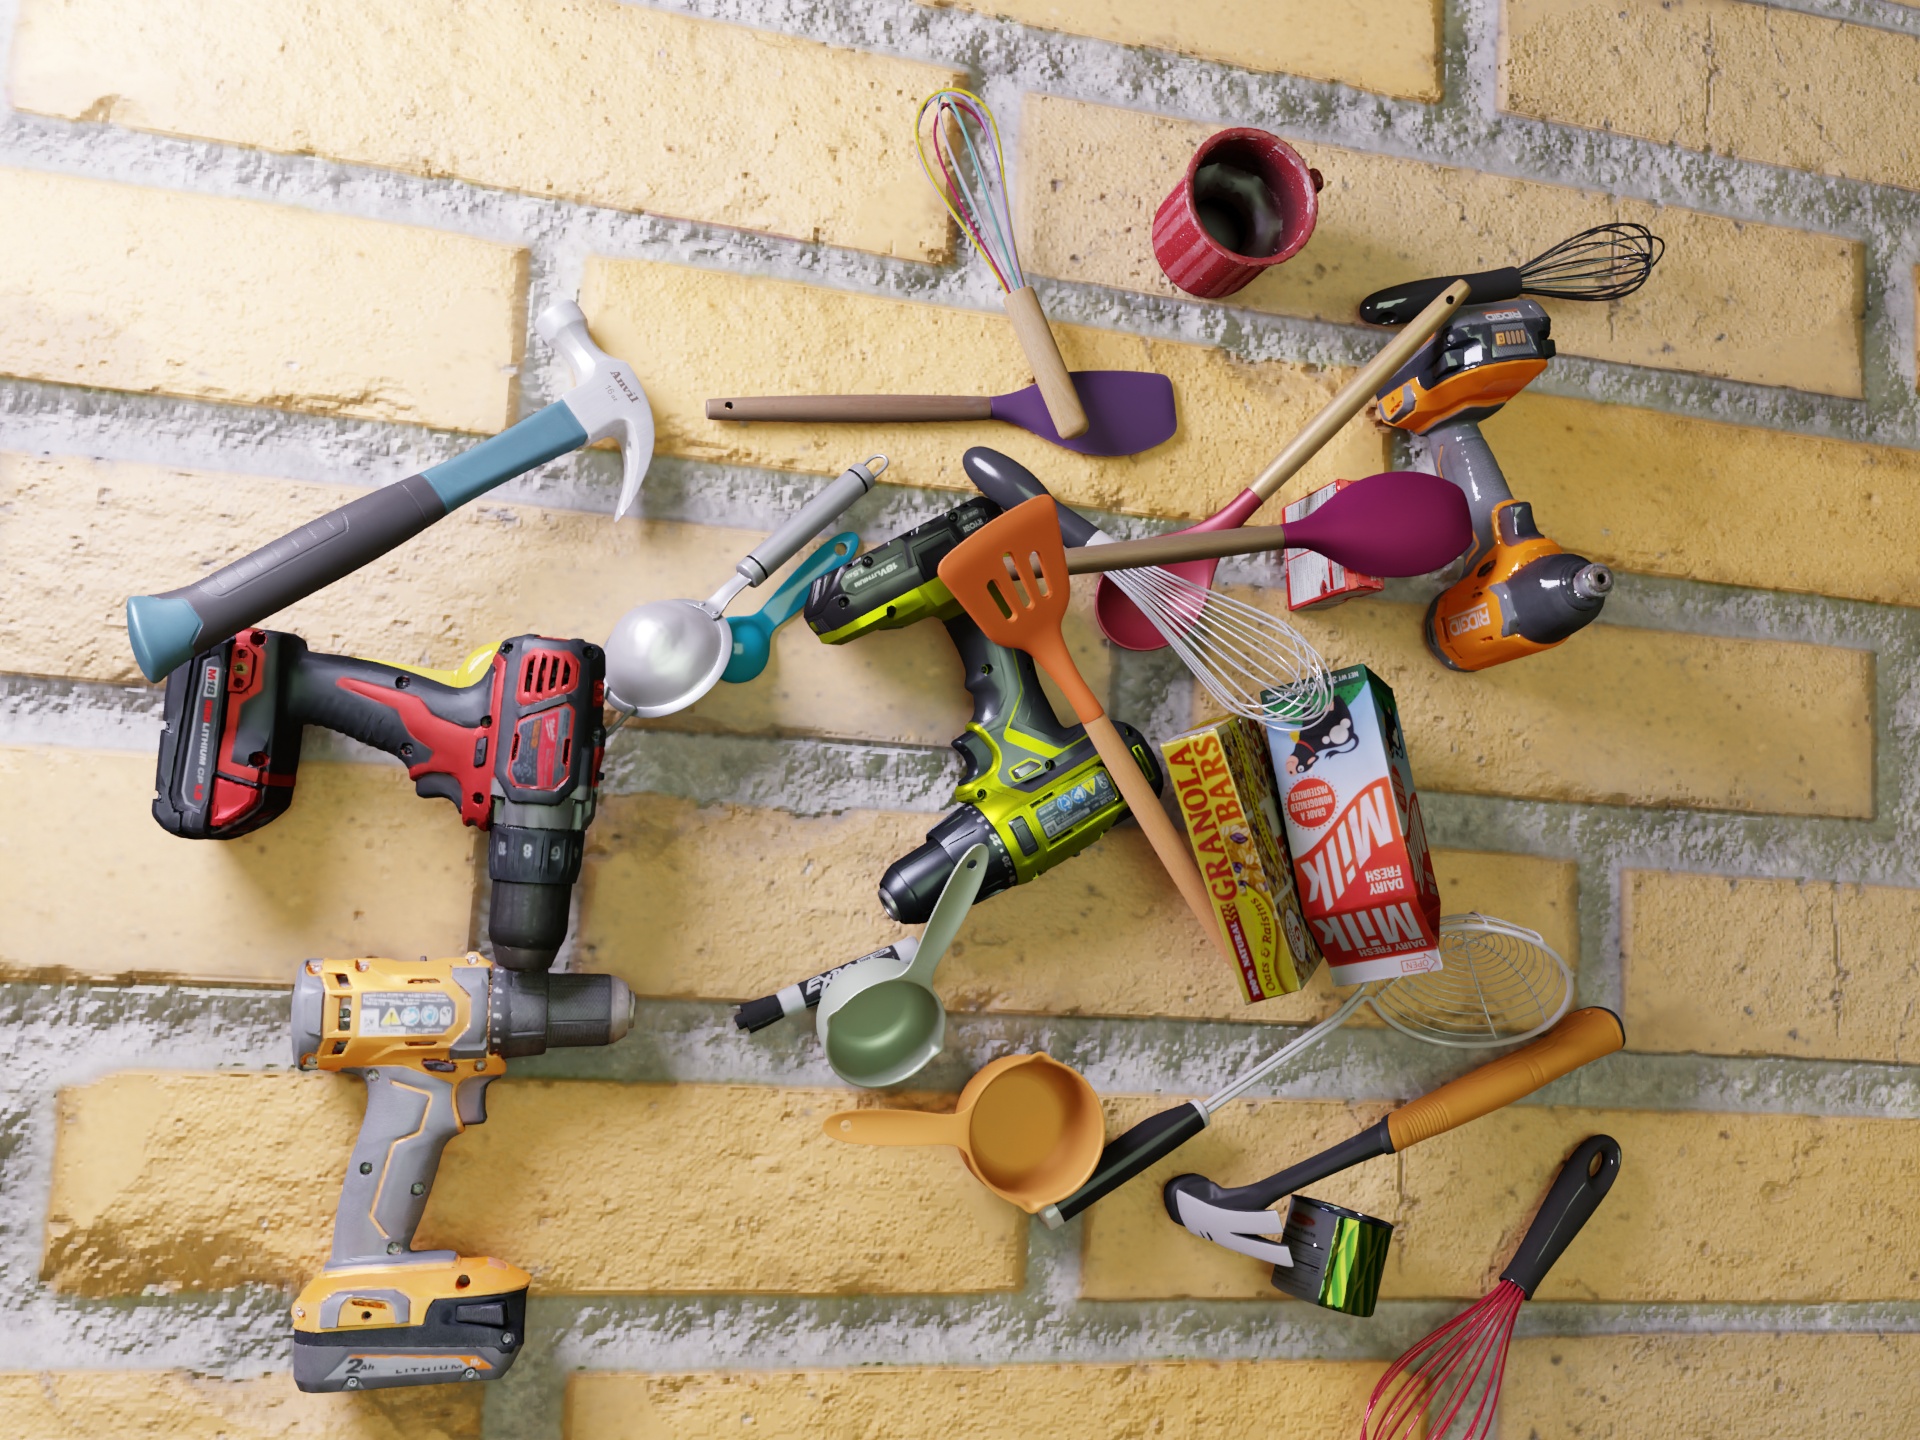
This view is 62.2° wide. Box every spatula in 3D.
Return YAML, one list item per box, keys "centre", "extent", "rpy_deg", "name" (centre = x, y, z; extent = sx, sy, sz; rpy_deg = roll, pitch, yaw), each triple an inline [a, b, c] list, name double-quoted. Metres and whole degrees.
- centre: [0.094, 0.020, 0.954]
  extent: [0.081, 0.041, 0.322]
  rpy_deg: [-34, 103, -9]
  name: "spatula"
- centre: [-0.006, -0.200, 1.031]
  extent: [0.316, 0.018, 0.060]
  rpy_deg: [-3, 82, -16]
  name: "spatula"

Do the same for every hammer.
- centre: [0.300, 0.257, 1.022]
  extent: [0.337, 0.127, 0.034]
  rpy_deg: [-18, 91, -21]
  name: "hammer"
- centre: [-0.307, -0.120, 0.885]
  extent: [0.331, 0.033, 0.128]
  rpy_deg: [-39, 93, -34]
  name: "hammer"

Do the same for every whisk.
- centre: [0.113, -0.087, 1.004]
  extent: [0.285, 0.070, 0.070]
  rpy_deg: [37, 76, 12]
  name: "whisk"
- centre: [0.032, -0.299, 1.031]
  extent: [0.047, 0.051, 0.245]
  rpy_deg: [-21, 88, -22]
  name: "whisk"
- centre: [0.354, 0.389, 1.047]
  extent: [0.073, 0.073, 0.296]
  rpy_deg: [46, 70, -6]
  name: "whisk"
- centre: [0.393, -0.313, 1.131]
  extent: [0.239, 0.055, 0.055]
  rpy_deg: [-14, 88, -12]
  name: "whisk"

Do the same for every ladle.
- centre: [0.208, -0.165, 1.026]
  extent: [0.069, 0.031, 0.315]
  rpy_deg: [45, 99, -1]
  name: "ladle"

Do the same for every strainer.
- centre: [-0.135, -0.087, 0.969]
  extent: [0.087, 0.050, 0.258]
  rpy_deg: [32, 64, 30]
  name: "strainer"

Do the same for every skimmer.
- centre: [0.218, 0.235, 1.007]
  extent: [0.363, 0.090, 0.127]
  rpy_deg: [-30, 131, -12]
  name: "skimmer"

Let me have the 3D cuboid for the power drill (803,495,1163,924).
- centre: [-0.002, -0.003, 0.980]
  extent: [0.190, 0.080, 0.228]
  rpy_deg: [-29, 97, -16]
  name: "power drill"

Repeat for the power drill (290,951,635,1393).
- centre: [-0.277, 0.243, 0.888]
  extent: [0.185, 0.084, 0.226]
  rpy_deg: [2, 80, -16]
  name: "power drill"

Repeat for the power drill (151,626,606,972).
- centre: [-0.314, 0.039, 0.880]
  extent: [0.226, 0.080, 0.188]
  rpy_deg: [5, 87, -7]
  name: "power drill"

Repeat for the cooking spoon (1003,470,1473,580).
- centre: [0.173, -0.110, 0.977]
  extent: [0.319, 0.017, 0.069]
  rpy_deg: [-8, 85, -13]
  name: "cooking spoon"

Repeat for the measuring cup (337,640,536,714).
- centre: [-0.316, -0.024, 0.926]
  extent: [0.156, 0.029, 0.062]
  rpy_deg: [6, 83, -15]
  name: "measuring cup"

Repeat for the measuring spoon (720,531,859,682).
- centre: [-0.108, -0.075, 0.989]
  extent: [0.042, 0.021, 0.128]
  rpy_deg: [46, 76, -6]
  name: "measuring spoon"

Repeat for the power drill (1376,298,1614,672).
- centre: [0.354, -0.154, 1.045]
  extent: [0.084, 0.164, 0.226]
  rpy_deg: [-9, 85, -15]
  name: "power drill"

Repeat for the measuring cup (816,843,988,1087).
- centre: [-0.030, 0.140, 0.952]
  extent: [0.083, 0.038, 0.167]
  rpy_deg: [22, 101, -29]
  name: "measuring cup"

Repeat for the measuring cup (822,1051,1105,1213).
- centre: [-0.001, 0.246, 0.971]
  extent: [0.173, 0.052, 0.095]
  rpy_deg: [5, 83, -12]
  name: "measuring cup"
